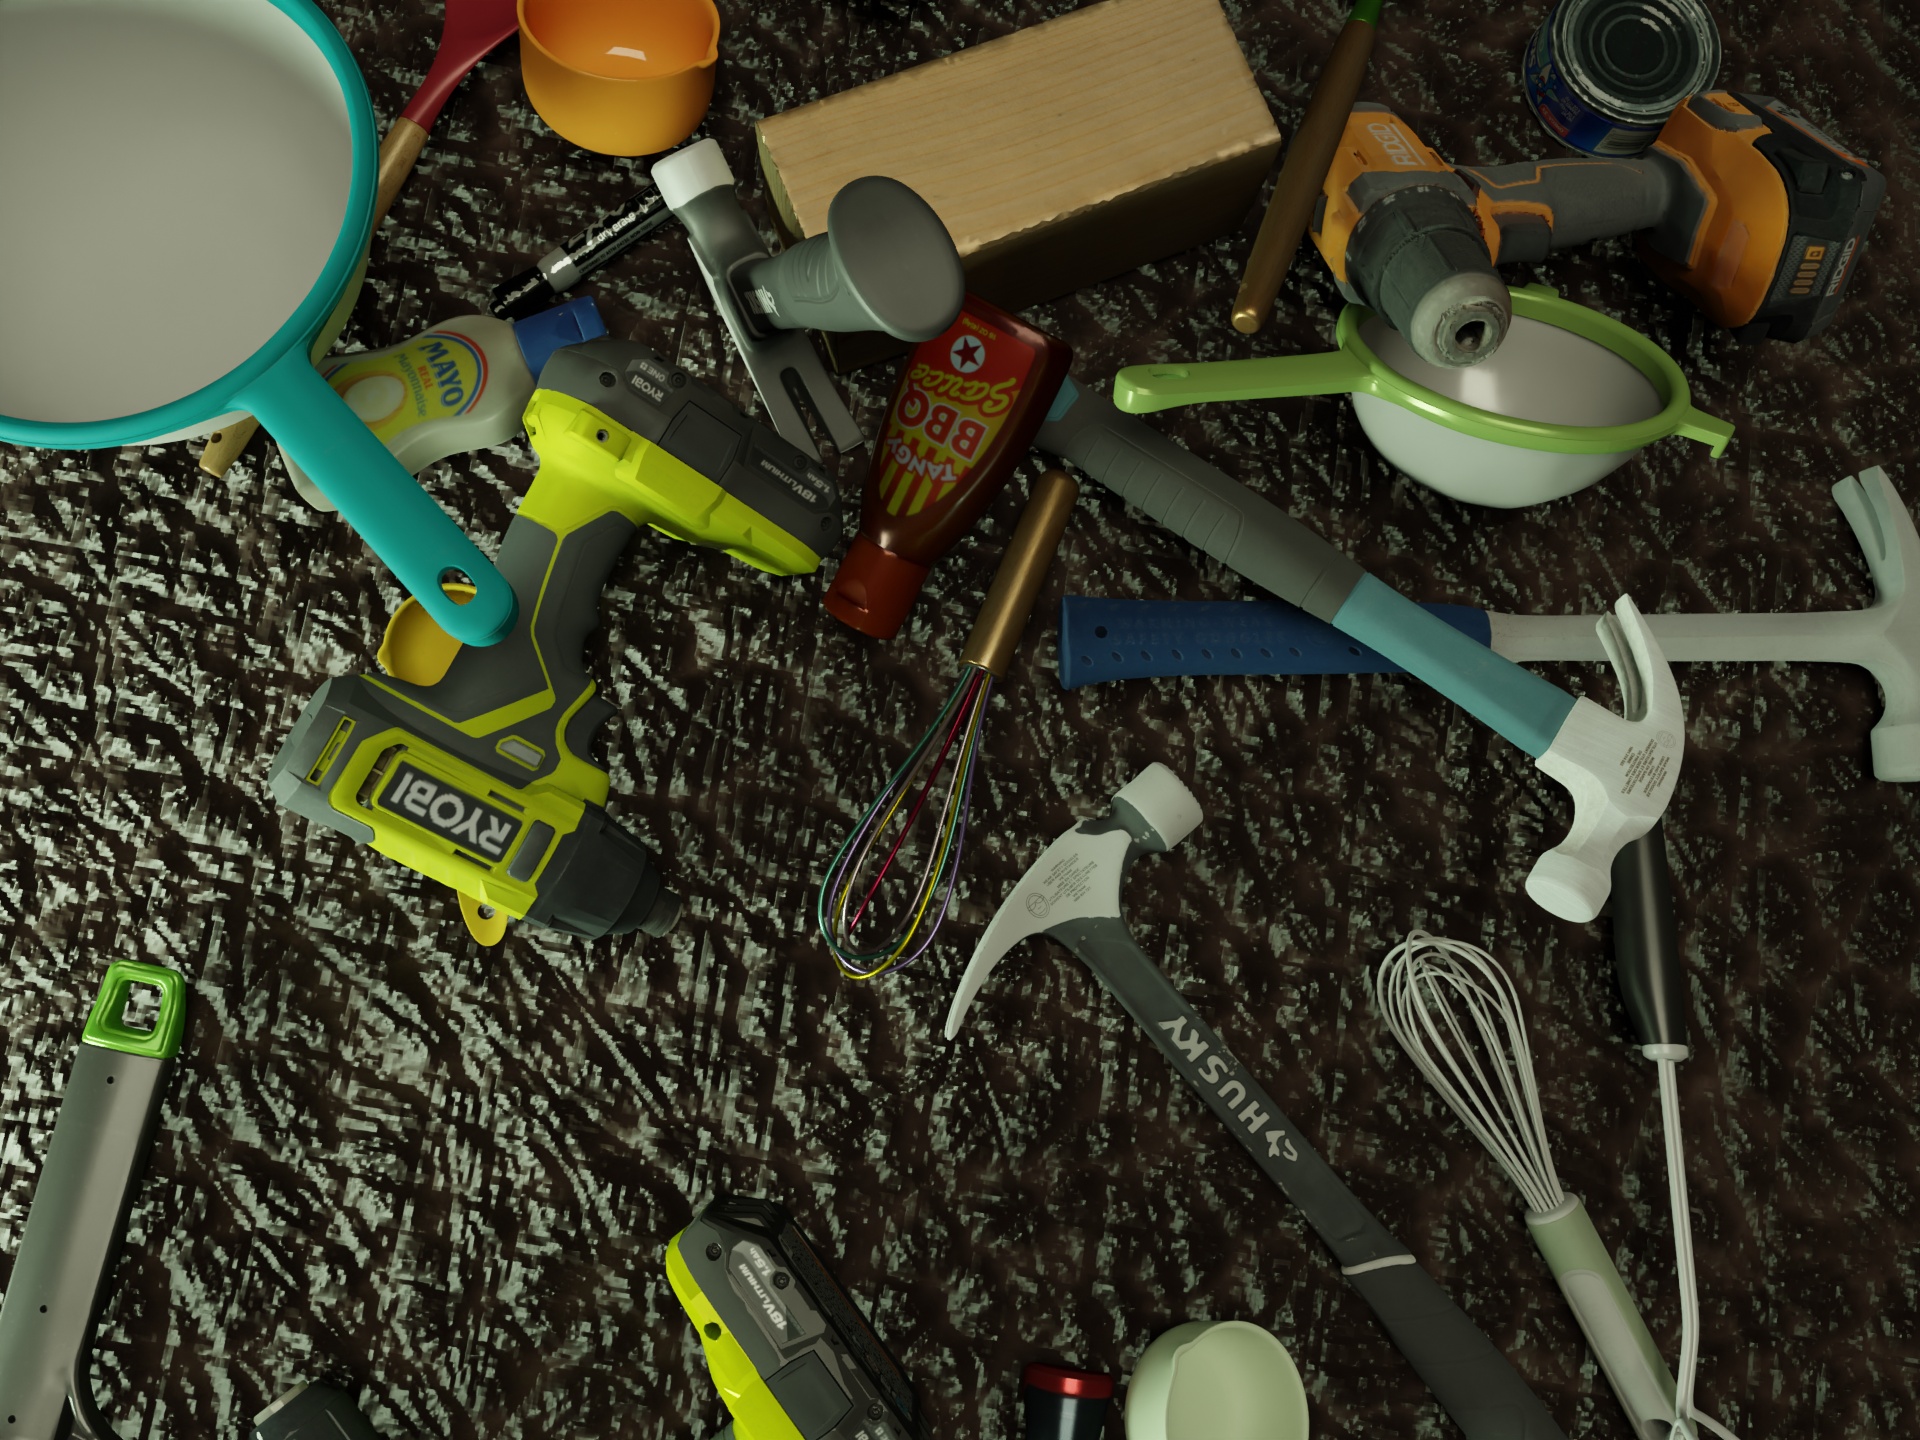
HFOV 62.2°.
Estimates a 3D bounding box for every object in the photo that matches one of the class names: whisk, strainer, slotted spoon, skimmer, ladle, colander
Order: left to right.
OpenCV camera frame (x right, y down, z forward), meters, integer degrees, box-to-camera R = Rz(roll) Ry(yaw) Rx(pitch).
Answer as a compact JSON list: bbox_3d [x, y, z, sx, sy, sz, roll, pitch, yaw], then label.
[{"bbox_3d":[-0.376,0.288,0.598,0.204,0.094,0.397,12,81,-2],"label":"colander"},{"bbox_3d":[-0.279,-0.149,0.628,0.211,0.095,0.340,-42,82,-7],"label":"strainer"},{"bbox_3d":[-0.262,-0.249,0.725,0.069,0.031,0.315,24,82,24],"label":"ladle"},{"bbox_3d":[-0.003,-0.003,0.698,0.051,0.047,0.245,26,76,-11],"label":"whisk"},{"bbox_3d":[0.169,-0.286,0.704,0.031,0.070,0.314,32,62,-16],"label":"slotted spoon"},{"bbox_3d":[0.184,-0.129,0.688,0.256,0.069,0.152,-7,40,-15],"label":"strainer"},{"bbox_3d":[0.248,0.201,0.677,0.058,0.059,0.246,-29,87,31],"label":"whisk"},{"bbox_3d":[0.326,0.196,0.649,0.090,0.127,0.363,-9,69,29],"label":"skimmer"}]

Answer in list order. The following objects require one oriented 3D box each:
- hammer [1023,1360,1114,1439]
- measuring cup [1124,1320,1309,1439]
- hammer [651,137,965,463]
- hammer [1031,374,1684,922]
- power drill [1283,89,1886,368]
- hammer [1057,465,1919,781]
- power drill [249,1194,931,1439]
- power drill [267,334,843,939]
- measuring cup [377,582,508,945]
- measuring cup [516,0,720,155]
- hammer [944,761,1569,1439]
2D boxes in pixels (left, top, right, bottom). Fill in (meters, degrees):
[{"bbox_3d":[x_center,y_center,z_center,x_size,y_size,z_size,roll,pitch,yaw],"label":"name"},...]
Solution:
[{"bbox_3d":[0.016,0.444,0.585,0.038,0.143,0.386,10,76,-2],"label":"hammer"},{"bbox_3d":[0.075,0.311,0.622,0.083,0.038,0.168,51,57,-10],"label":"measuring cup"},{"bbox_3d":[-0.054,-0.152,0.577,0.035,0.335,0.146,-28,109,-7],"label":"hammer"},{"bbox_3d":[0.154,-0.059,0.680,0.331,0.033,0.128,35,74,11],"label":"hammer"},{"bbox_3d":[0.268,-0.209,0.686,0.226,0.084,0.186,-1,40,-4],"label":"power drill"},{"bbox_3d":[0.247,-0.043,0.720,0.405,0.035,0.144,0,81,-4],"label":"hammer"},{"bbox_3d":[-0.145,0.293,0.623,0.228,0.080,0.190,-37,85,-6],"label":"power drill"},{"bbox_3d":[-0.151,-0.028,0.660,0.171,0.080,0.223,32,82,-26],"label":"power drill"},{"bbox_3d":[-0.213,0.019,0.691,0.062,0.029,0.156,-7,94,-14],"label":"measuring cup"},{"bbox_3d":[-0.137,-0.328,0.741,0.095,0.052,0.174,26,56,3],"label":"measuring cup"},{"bbox_3d":[0.160,0.218,0.674,0.149,0.036,0.409,-39,86,-7],"label":"hammer"}]
